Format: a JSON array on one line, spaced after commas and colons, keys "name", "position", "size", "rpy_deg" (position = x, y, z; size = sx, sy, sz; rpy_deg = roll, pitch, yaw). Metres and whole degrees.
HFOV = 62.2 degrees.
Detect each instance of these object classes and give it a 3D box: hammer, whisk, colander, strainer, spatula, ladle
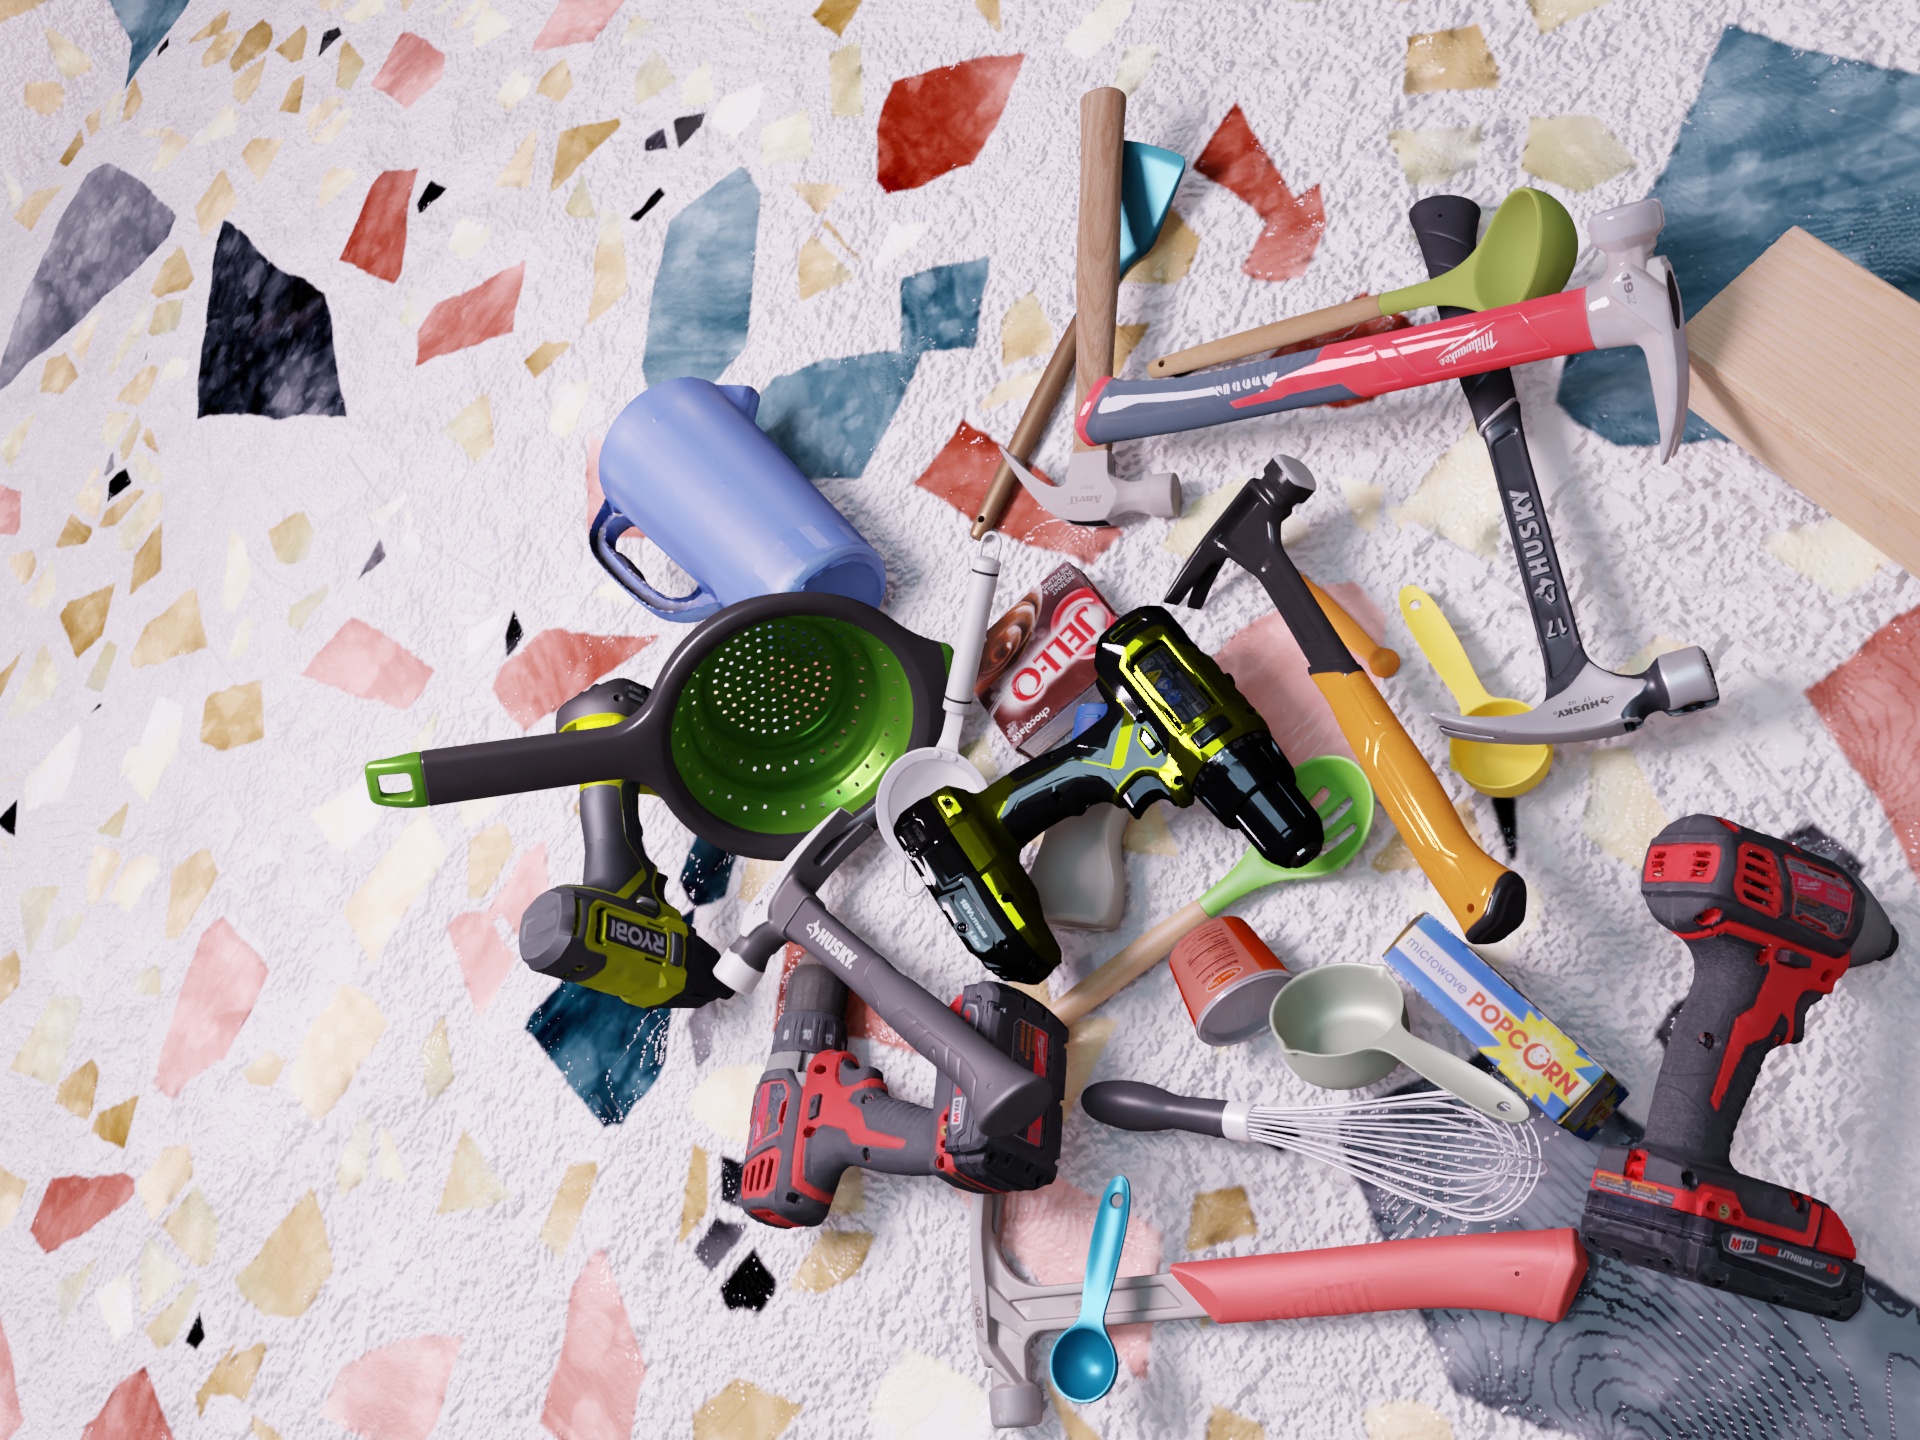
[{"name": "hammer", "position": [0.242, -0.202, 0.988], "size": [0.386, 0.038, 0.143], "rpy_deg": [-5, 106, 39]}, {"name": "hammer", "position": [0.168, 0.315, 0.911], "size": [0.359, 0.036, 0.149], "rpy_deg": [-16, 64, 26]}, {"name": "hammer", "position": [0.097, -0.302, 1.156], "size": [0.130, 0.031, 0.331], "rpy_deg": [-2, 79, 23]}, {"name": "hammer", "position": [0.332, -0.168, 0.981], "size": [0.149, 0.036, 0.409], "rpy_deg": [-18, 59, 24]}, {"name": "hammer", "position": [-0.045, 0.163, 0.996], "size": [0.146, 0.035, 0.335], "rpy_deg": [-56, 34, -5]}, {"name": "whisk", "position": [0.191, 0.235, 0.916], "size": [0.285, 0.070, 0.070], "rpy_deg": [-1, 71, 36]}, {"name": "colander", "position": [-0.202, 0.000, 1.103], "size": [0.397, 0.204, 0.095], "rpy_deg": [-8, 28, -15]}, {"name": "strainer", "position": [-0.002, -0.003, 1.092], "size": [0.087, 0.050, 0.258], "rpy_deg": [16, 105, 16]}, {"name": "spatula", "position": [0.075, -0.281, 1.190], "size": [0.082, 0.044, 0.317], "rpy_deg": [23, 86, 27]}, {"name": "hammer", "position": [0.229, -0.006, 0.947], "size": [0.127, 0.034, 0.337], "rpy_deg": [-53, 44, 33]}, {"name": "ladle", "position": [0.247, -0.270, 1.042], "size": [0.320, 0.062, 0.078], "rpy_deg": [-6, 76, 43]}]

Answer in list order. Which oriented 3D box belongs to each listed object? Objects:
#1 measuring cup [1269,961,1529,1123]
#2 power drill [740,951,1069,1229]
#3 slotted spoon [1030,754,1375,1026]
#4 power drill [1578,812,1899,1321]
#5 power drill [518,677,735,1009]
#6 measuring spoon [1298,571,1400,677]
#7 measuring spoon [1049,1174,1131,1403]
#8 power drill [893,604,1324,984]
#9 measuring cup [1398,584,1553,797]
[{"name": "measuring cup", "position": [0.243, 0.189, 0.871], "size": [0.083, 0.038, 0.168], "rpy_deg": [-34, 33, -21]}, {"name": "power drill", "position": [-0.044, 0.227, 1.033], "size": [0.227, 0.080, 0.188], "rpy_deg": [-18, 51, 35]}, {"name": "slotted spoon", "position": [0.134, 0.132, 1.008], "size": [0.313, 0.031, 0.070], "rpy_deg": [-40, 56, 15]}, {"name": "power drill", "position": [0.391, 0.168, 0.780], "size": [0.078, 0.143, 0.220], "rpy_deg": [-13, 60, 68]}, {"name": "power drill", "position": [-0.231, 0.096, 1.164], "size": [0.080, 0.171, 0.223], "rpy_deg": [-27, 52, 33]}, {"name": "measuring spoon", "position": [0.239, -0.067, 1.029], "size": [0.021, 0.011, 0.117], "rpy_deg": [-47, 55, 7]}, {"name": "measuring spoon", "position": [0.085, 0.332, 0.928], "size": [0.042, 0.021, 0.129], "rpy_deg": [0, 63, 34]}, {"name": "power drill", "position": [0.092, 0.060, 0.986], "size": [0.228, 0.080, 0.191], "rpy_deg": [-37, 61, 3]}, {"name": "measuring cup", "position": [0.306, -0.020, 0.965], "size": [0.062, 0.029, 0.157], "rpy_deg": [-30, 53, 15]}]
